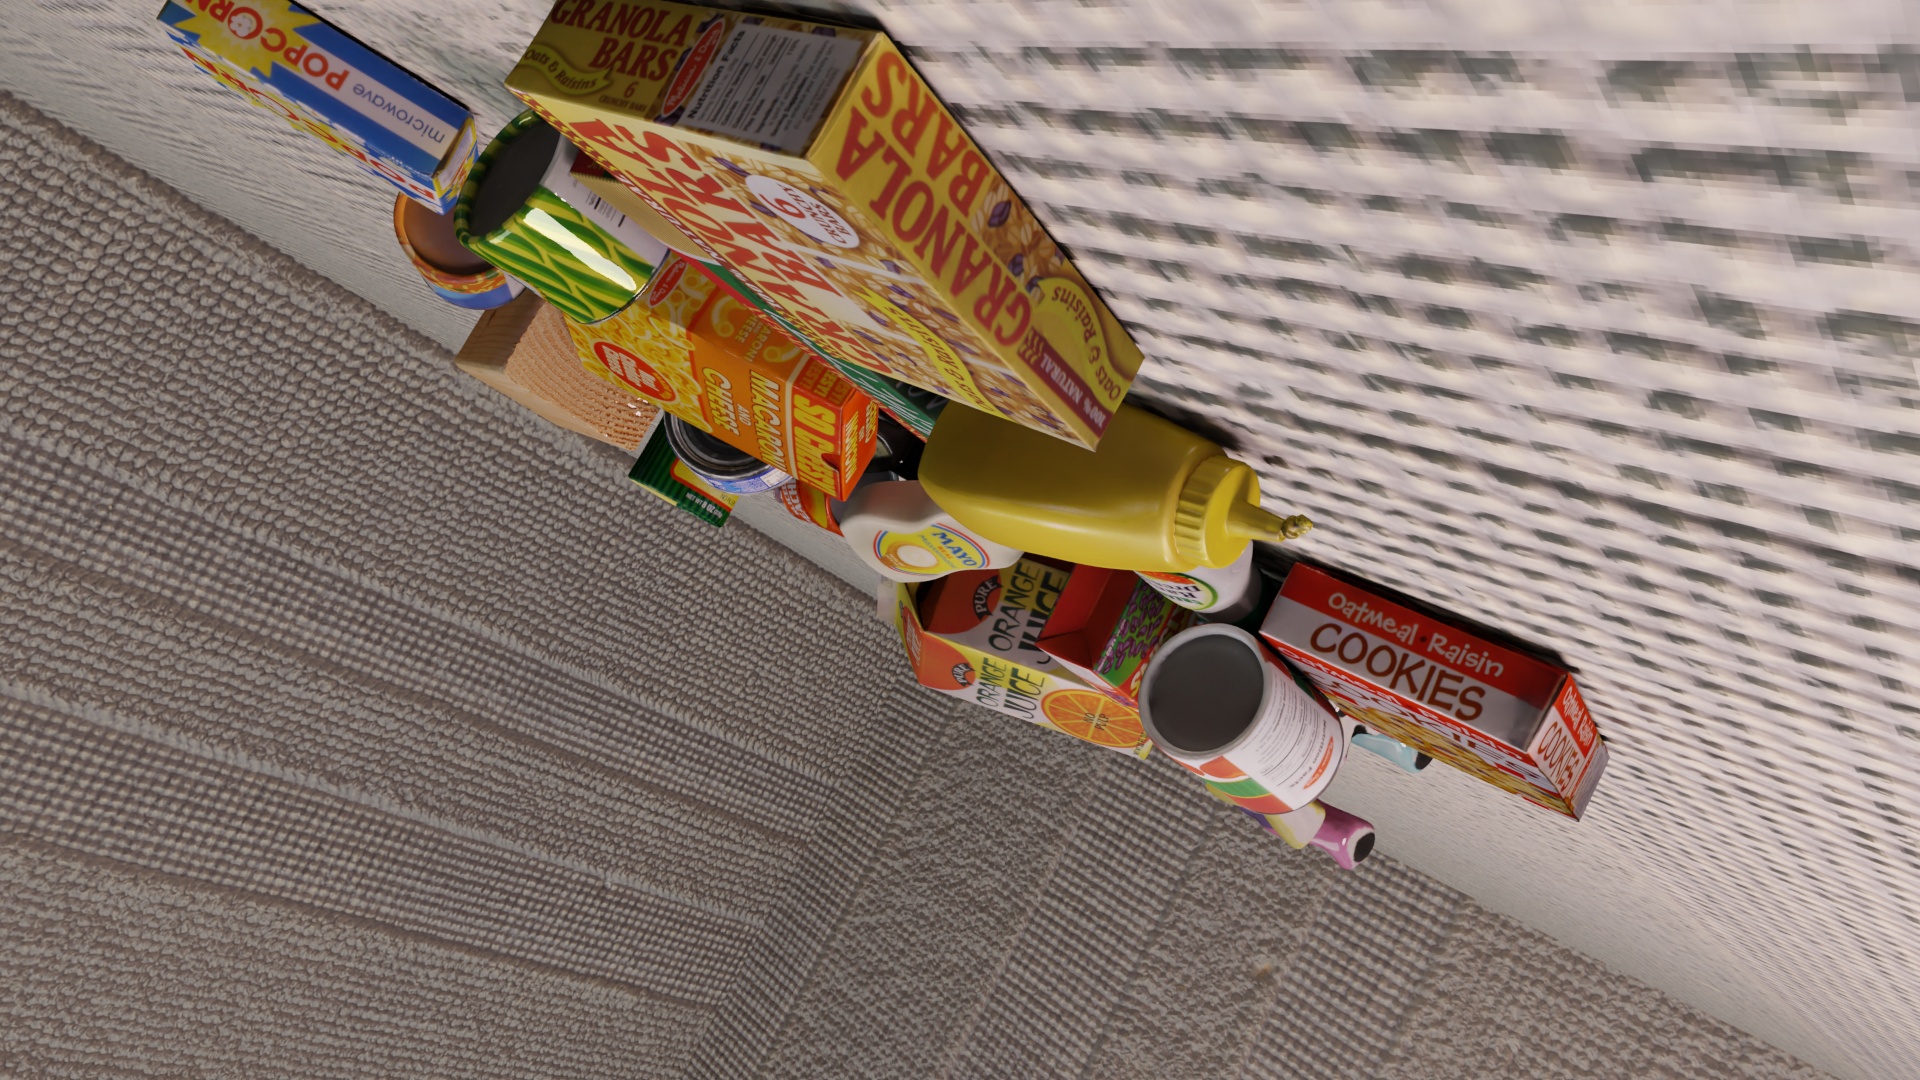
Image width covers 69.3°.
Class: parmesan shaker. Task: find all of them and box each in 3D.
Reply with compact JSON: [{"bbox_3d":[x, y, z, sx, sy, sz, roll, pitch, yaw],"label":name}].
[{"bbox_3d":[-0.150,-0.066,0.864,0.071,0.103,0.071,28,174,3],"label":"parmesan shaker"}]

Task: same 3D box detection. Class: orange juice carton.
[{"bbox_3d":[0.038,0.061,0.856,0.193,0.073,0.071,18,149,6],"label":"orange juice carton"}]

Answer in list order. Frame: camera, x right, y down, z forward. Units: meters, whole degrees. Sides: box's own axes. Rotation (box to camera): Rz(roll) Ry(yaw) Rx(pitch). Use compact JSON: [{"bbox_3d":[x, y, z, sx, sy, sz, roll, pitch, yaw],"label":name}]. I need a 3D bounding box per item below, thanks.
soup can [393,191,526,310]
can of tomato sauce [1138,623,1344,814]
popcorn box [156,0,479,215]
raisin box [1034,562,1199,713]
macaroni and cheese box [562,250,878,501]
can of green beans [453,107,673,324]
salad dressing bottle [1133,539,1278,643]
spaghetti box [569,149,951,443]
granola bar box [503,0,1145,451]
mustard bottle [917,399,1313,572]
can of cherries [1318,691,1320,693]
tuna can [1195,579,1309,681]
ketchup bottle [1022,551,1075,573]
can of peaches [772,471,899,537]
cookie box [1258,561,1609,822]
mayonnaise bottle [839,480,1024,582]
[{"bbox_3d":[-0.266,-0.163,0.743,0.071,0.071,0.083,30,173,-11],"label":"soup can"},{"bbox_3d":[0.128,0.082,0.640,0.071,0.071,0.083,22,170,44],"label":"can of tomato sauce"},{"bbox_3d":[-0.286,-0.204,0.634,0.126,0.038,0.085,30,174,-16],"label":"popcorn box"},{"bbox_3d":[0.094,0.042,0.744,0.040,0.086,0.123,22,172,31],"label":"raisin box"},{"bbox_3d":[-0.124,-0.092,0.712,0.166,0.040,0.123,28,161,6],"label":"macaroni and cheese box"},{"bbox_3d":[-0.153,-0.127,0.541,0.071,0.071,0.057,22,171,45],"label":"can of green beans"},{"bbox_3d":[0.107,0.010,0.620,0.064,0.044,0.147,21,171,35],"label":"salad dressing bottle"},{"bbox_3d":[-0.048,-0.088,0.572,0.050,0.029,0.249,24,172,44],"label":"spaghetti box"},{"bbox_3d":[-0.033,-0.093,0.413,0.124,0.039,0.165,23,172,35],"label":"granola bar box"},{"bbox_3d":[0.058,-0.019,0.515,0.160,0.065,0.048,19,165,39],"label":"mustard bottle"},{"bbox_3d":[0.148,0.094,0.724,0.058,0.071,0.071,26,173,20],"label":"can of cherries"},{"bbox_3d":[0.157,0.042,0.714,0.071,0.033,0.071,28,174,3],"label":"tuna can"},{"bbox_3d":[0.049,0.010,0.891,0.149,0.043,0.064,30,170,-15],"label":"ketchup bottle"},{"bbox_3d":[-0.087,-0.038,0.980,0.058,0.071,0.071,21,170,45],"label":"can of peaches"},{"bbox_3d":[0.222,0.071,0.638,0.123,0.040,0.167,25,174,35],"label":"cookie box"},{"bbox_3d":[0.003,-0.009,0.748,0.148,0.041,0.064,-7,138,46],"label":"mayonnaise bottle"}]
